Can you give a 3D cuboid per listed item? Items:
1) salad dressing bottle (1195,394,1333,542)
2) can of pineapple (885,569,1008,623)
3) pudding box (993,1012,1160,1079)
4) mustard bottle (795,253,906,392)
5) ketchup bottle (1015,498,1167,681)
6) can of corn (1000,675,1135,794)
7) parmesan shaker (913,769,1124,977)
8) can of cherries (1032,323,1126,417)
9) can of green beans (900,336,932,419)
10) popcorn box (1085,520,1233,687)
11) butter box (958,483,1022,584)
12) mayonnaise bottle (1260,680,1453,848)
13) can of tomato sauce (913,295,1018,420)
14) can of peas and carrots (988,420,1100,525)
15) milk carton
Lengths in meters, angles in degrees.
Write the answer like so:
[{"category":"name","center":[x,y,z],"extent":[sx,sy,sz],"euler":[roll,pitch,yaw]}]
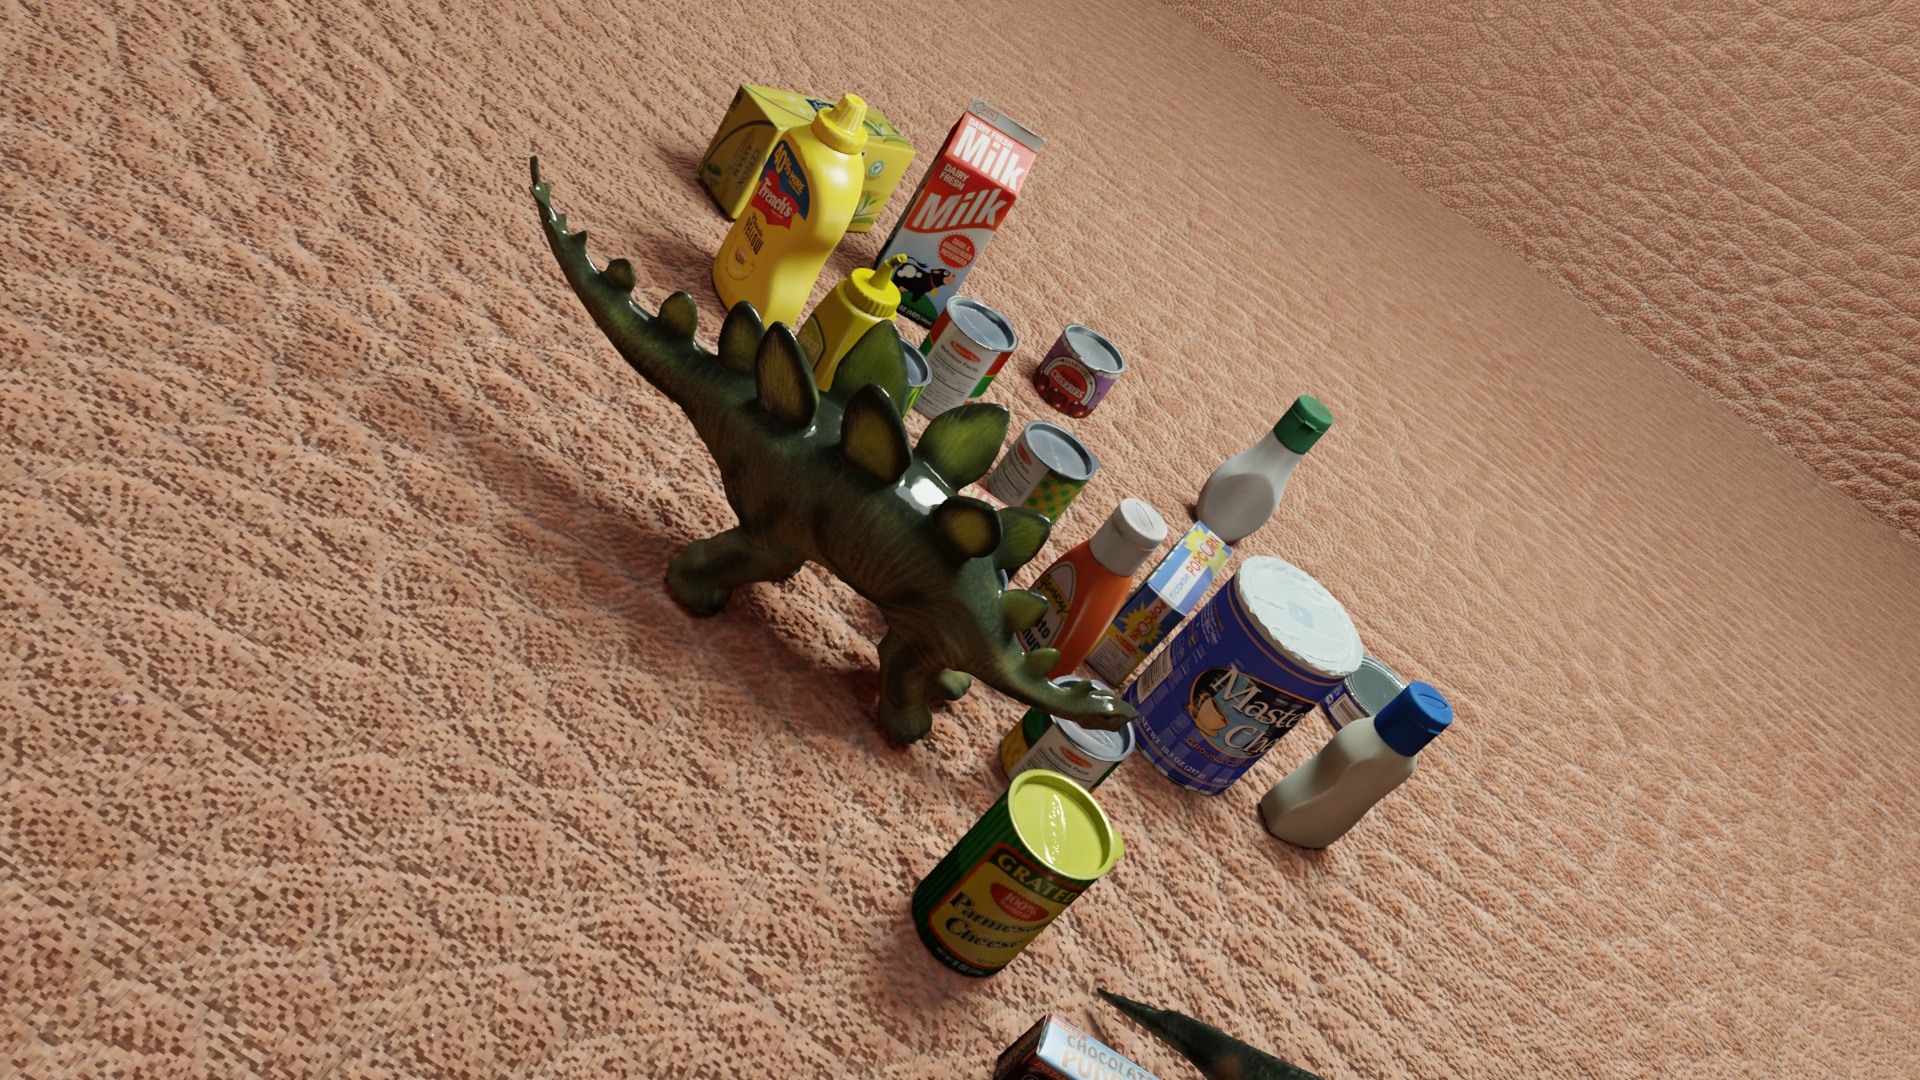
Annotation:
[{"category":"salad dressing bottle","center":[0.265,-0.062,1.211],"extent":[0.064,0.147,0.044],"euler":[33,33,-5]},{"category":"can of pineapple","center":[-0.010,0.036,0.921],"extent":[0.071,0.057,0.071],"euler":[24,35,-18]},{"category":"pudding box","center":[0.064,0.279,0.698],"extent":[0.084,0.049,0.030],"euler":[34,33,-5]},{"category":"mustard bottle","center":[-0.083,-0.144,0.983],"extent":[0.049,0.159,0.065],"euler":[8,43,-36]},{"category":"ketchup bottle","center":[0.081,0.035,0.923],"extent":[0.043,0.148,0.065],"euler":[12,41,-33]},{"category":"can of corn","center":[0.068,0.128,0.880],"extent":[0.071,0.058,0.071],"euler":[24,35,-18]},{"category":"parmesan shaker","center":[0.029,0.180,0.740],"extent":[0.071,0.102,0.072],"euler":[24,35,-18]},{"category":"can of cherries","center":[0.106,-0.153,1.258],"extent":[0.071,0.058,0.072],"euler":[24,35,-18]},{"category":"can of green beans","center":[-0.064,-0.120,1.064],"extent":[0.071,0.057,0.071],"euler":[24,35,-18]},{"category":"popcorn box","center":[0.147,0.046,1.028],"extent":[0.038,0.084,0.127],"euler":[41,33,6]},{"category":"butter box","center":[0.004,-0.013,0.998],"extent":[0.103,0.053,0.024],"euler":[34,33,-3]},{"category":"mayonnaise bottle","center":[0.274,0.155,0.953],"extent":[0.065,0.147,0.041],"euler":[18,37,-26]},{"category":"can of tomato sauce","center":[-0.002,-0.146,1.130],"extent":[0.071,0.082,0.071],"euler":[24,35,-18]},{"category":"can of peas and carrots","center":[0.066,-0.051,1.097],"extent":[0.071,0.058,0.071],"euler":[24,35,-18]},{"category":"milk carton","center":[-0.005,-0.285,1.199],"extent":[0.072,0.189,0.074],"euler":[28,34,-13]}]
